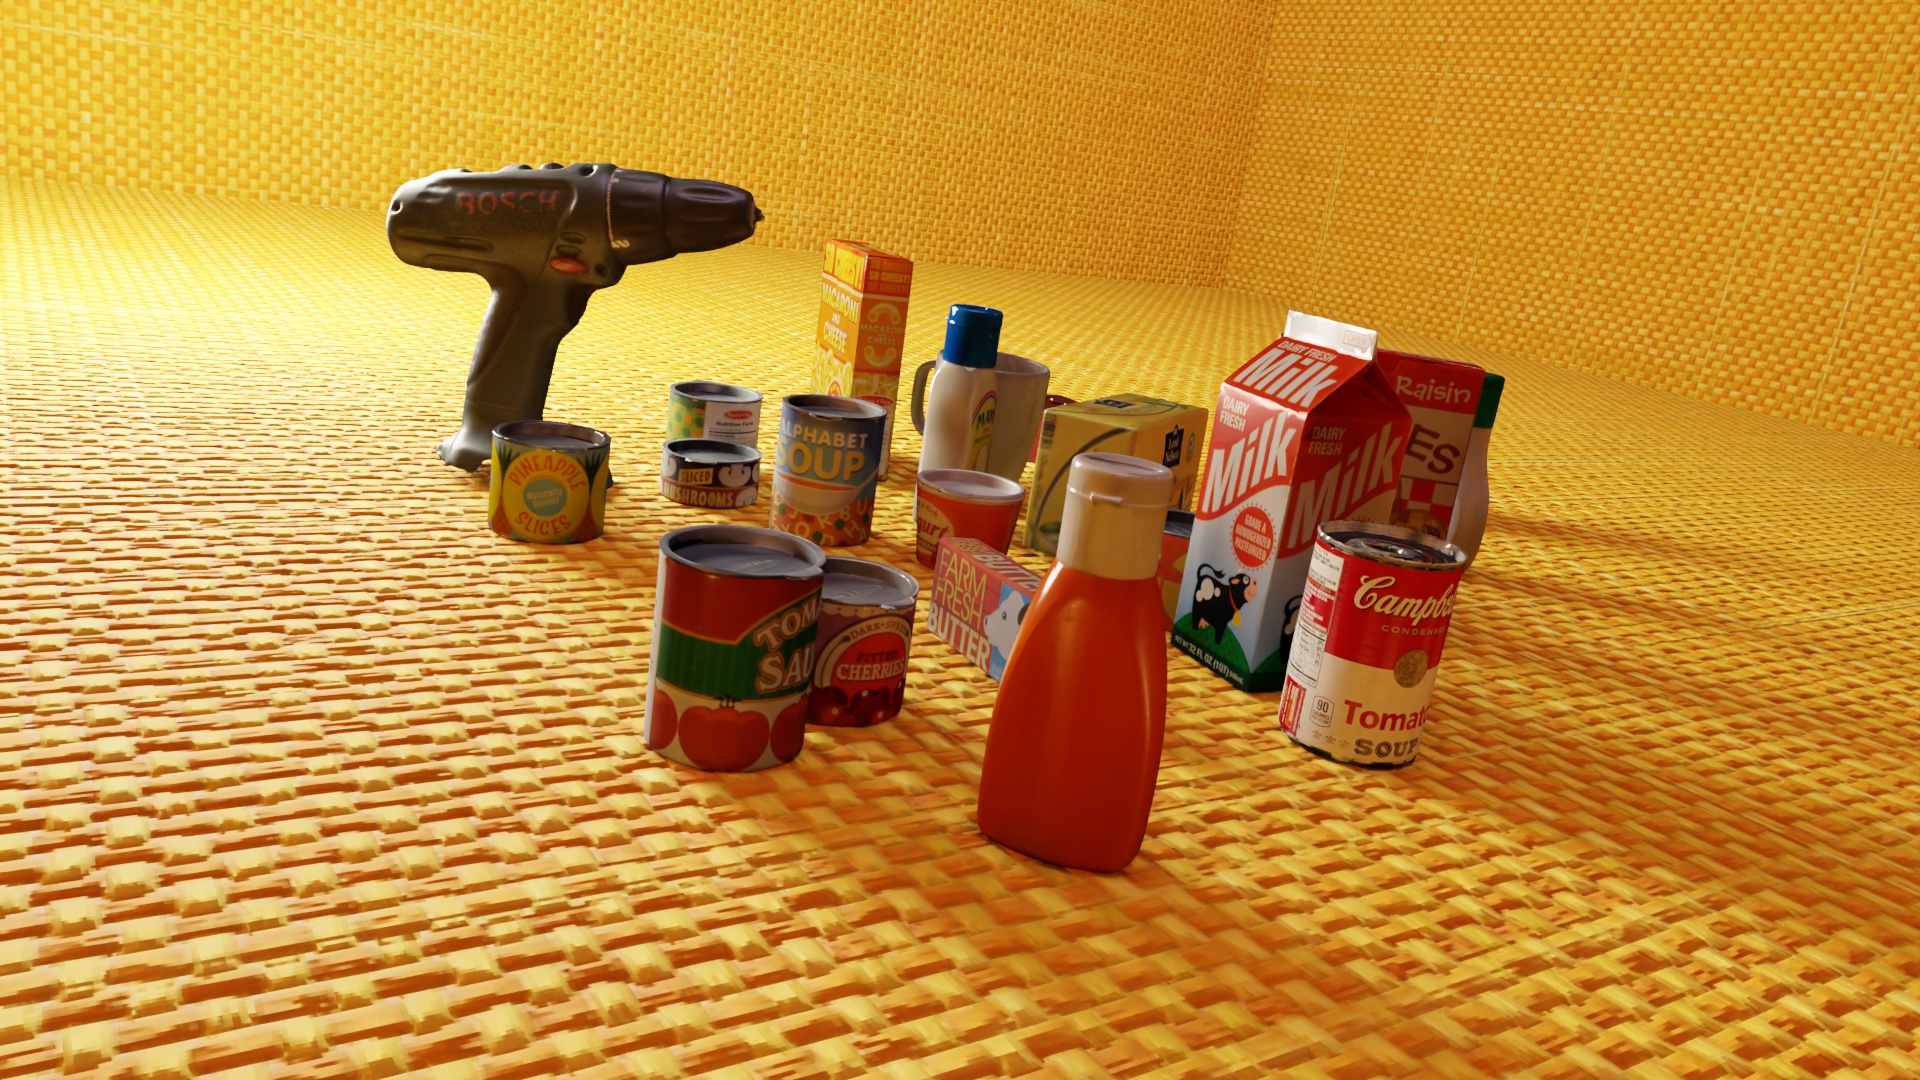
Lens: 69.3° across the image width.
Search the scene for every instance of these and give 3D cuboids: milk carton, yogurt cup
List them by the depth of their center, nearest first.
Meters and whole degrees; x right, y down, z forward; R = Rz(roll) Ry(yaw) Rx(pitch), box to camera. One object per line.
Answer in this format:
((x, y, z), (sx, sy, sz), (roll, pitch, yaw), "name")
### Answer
((0.175, -0.021, 0.730), (0.073, 0.190, 0.072), (0, 17, -28), "milk carton")
((0.003, -0.011, 0.855), (0.072, 0.053, 0.072), (8, 15, -2), "yogurt cup")

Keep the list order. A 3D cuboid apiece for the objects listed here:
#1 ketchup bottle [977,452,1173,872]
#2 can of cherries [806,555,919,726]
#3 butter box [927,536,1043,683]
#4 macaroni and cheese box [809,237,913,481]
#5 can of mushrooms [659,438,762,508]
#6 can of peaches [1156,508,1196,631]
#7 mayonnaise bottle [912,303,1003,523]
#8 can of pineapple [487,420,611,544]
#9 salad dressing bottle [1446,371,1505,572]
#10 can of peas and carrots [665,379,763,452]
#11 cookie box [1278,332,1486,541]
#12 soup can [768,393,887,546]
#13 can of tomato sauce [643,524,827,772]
((0.047, 0.044, 0.507), (0.065, 0.148, 0.044), (13, 16, 17), "ketchup bottle")
((-0.053, 0.045, 0.619), (0.071, 0.058, 0.072), (8, 15, -2), "can of cherries")
((0.019, 0.037, 0.694), (0.024, 0.053, 0.103), (-1, 18, -30), "butter box")
((-0.080, -0.142, 1.069), (0.040, 0.166, 0.124), (3, 16, -21), "macaroni and cheese box")
((-0.167, -0.045, 0.924), (0.071, 0.033, 0.071), (8, 15, -2), "can of mushrooms")
((0.126, 0.017, 0.813), (0.071, 0.058, 0.071), (8, 15, -2), "can of peaches")
((0.001, -0.083, 0.938), (0.041, 0.147, 0.065), (14, 16, 20), "mayonnaise bottle")
((-0.237, -0.034, 0.802), (0.071, 0.057, 0.071), (8, 15, -2), "can of pineapple")
((0.361, -0.050, 1.012), (0.044, 0.147, 0.064), (3, 16, -21), "salad dressing bottle")
((-0.178, -0.079, 0.995), (0.071, 0.058, 0.071), (8, 15, -2), "can of peas and carrots")
((0.245, -0.038, 0.869), (0.123, 0.167, 0.040), (10, 15, 6), "cookie box")
((-0.085, -0.044, 0.872), (0.071, 0.083, 0.071), (8, 15, -2), "soup can")
((-0.090, 0.043, 0.560), (0.071, 0.082, 0.071), (8, 15, -2), "can of tomato sauce")
